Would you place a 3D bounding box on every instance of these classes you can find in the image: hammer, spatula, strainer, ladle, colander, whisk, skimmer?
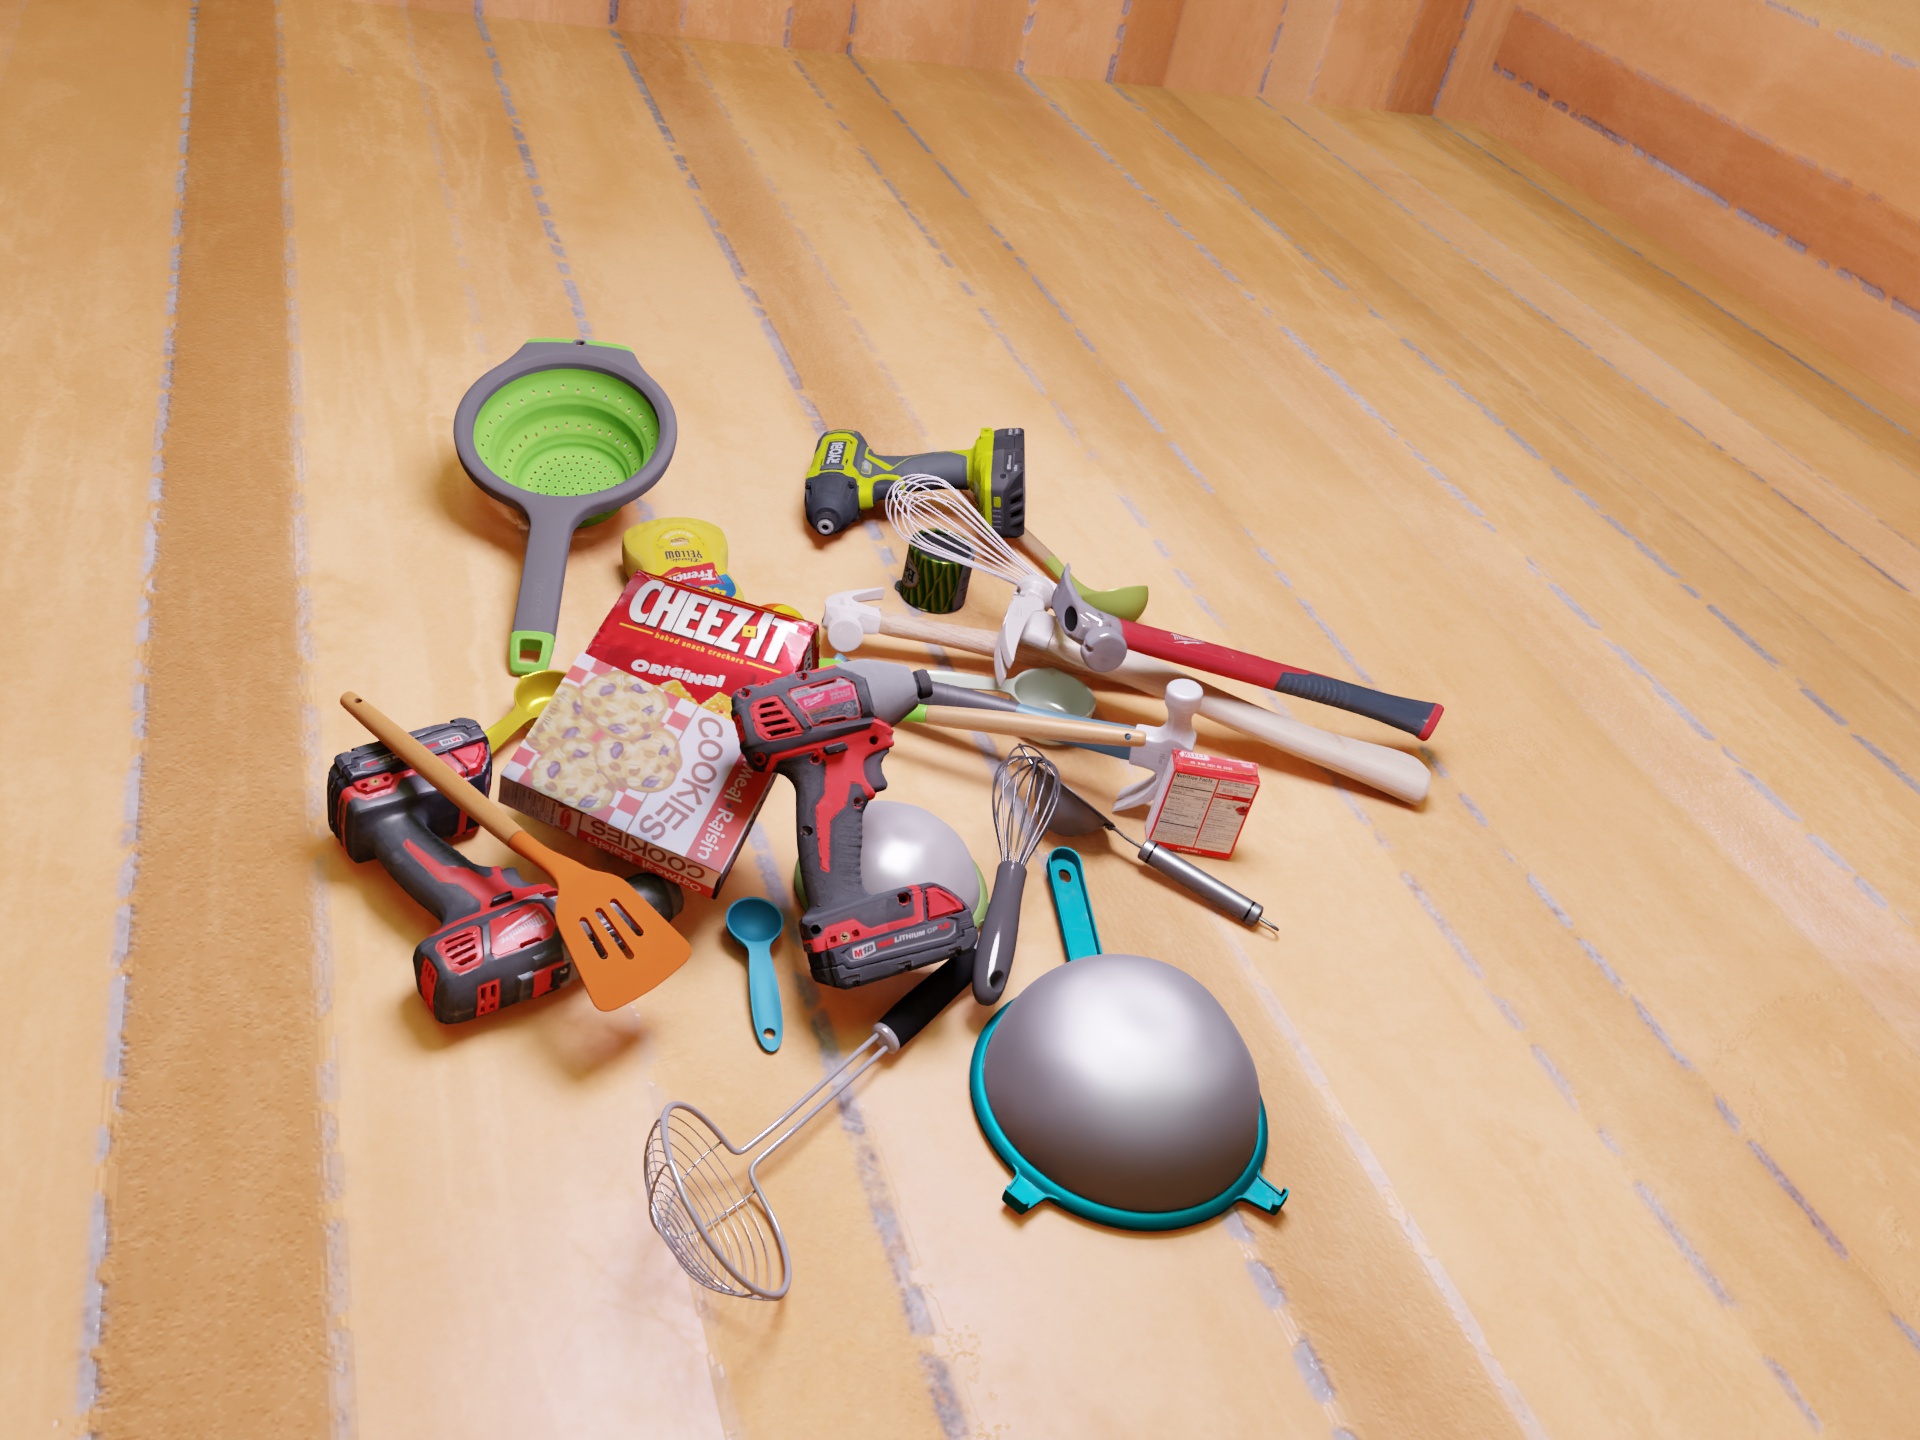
[{"bbox_3d":[0.035,-0.006,1.352,0.331,0.128,0.033,13,35,13],"label":"hammer"},{"bbox_3d":[-0.317,0.074,1.078,0.323,0.041,0.081,34,42,23],"label":"spatula"},{"bbox_3d":[0.227,-0.009,1.423,0.410,0.038,0.146,22,37,-2],"label":"hammer"},{"bbox_3d":[-0.071,0.072,1.237,0.151,0.069,0.257,-9,44,-28],"label":"strainer"},{"bbox_3d":[0.265,-0.051,1.432,0.386,0.038,0.143,14,27,-21],"label":"hammer"},{"bbox_3d":[0.109,0.188,1.122,0.211,0.095,0.341,4,39,-13],"label":"strainer"},{"bbox_3d":[0.144,0.103,1.291,0.258,0.050,0.086,31,-4,13],"label":"strainer"},{"bbox_3d":[0.082,-0.188,1.640,0.078,0.062,0.320,-9,39,-33],"label":"ladle"},{"bbox_3d":[-0.372,-0.185,1.477,0.204,0.094,0.398,3,55,-7],"label":"colander"},{"bbox_3d":[0.037,0.111,1.191,0.055,0.055,0.239,14,47,0],"label":"whisk"},{"bbox_3d":[0.035,-0.070,1.470,0.331,0.031,0.130,10,19,-12],"label":"hammer"},{"bbox_3d":[-0.066,0.229,1.018,0.127,0.090,0.363,56,42,-1],"label":"skimmer"},{"bbox_3d":[0.053,-0.141,1.496,0.284,0.070,0.070,33,35,-11],"label":"whisk"}]

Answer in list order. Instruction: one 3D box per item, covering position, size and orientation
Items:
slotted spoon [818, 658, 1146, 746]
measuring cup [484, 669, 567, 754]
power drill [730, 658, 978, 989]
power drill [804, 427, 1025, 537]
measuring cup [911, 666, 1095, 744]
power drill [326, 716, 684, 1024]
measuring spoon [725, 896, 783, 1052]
[{"bbox_3d":[-0.002,-0.004,1.321,0.314,0.070,0.031,7,-4,11],"label":"slotted spoon"},{"bbox_3d":[-0.360,0.015,1.263,0.062,0.029,0.156,28,48,18],"label":"measuring cup"},{"bbox_3d":[-0.067,0.067,1.113,0.143,0.078,0.220,-15,87,-14],"label":"power drill"},{"bbox_3d":[-0.046,-0.239,1.626,0.223,0.080,0.171,-1,36,4],"label":"power drill"},{"bbox_3d":[0.035,-0.016,1.416,0.167,0.038,0.083,8,37,-4],"label":"measuring cup"},{"bbox_3d":[-0.323,0.099,1.119,0.188,0.080,0.227,-20,51,-37],"label":"power drill"},{"bbox_3d":[-0.142,0.182,1.121,0.042,0.021,0.129,1,47,-18],"label":"measuring spoon"}]
